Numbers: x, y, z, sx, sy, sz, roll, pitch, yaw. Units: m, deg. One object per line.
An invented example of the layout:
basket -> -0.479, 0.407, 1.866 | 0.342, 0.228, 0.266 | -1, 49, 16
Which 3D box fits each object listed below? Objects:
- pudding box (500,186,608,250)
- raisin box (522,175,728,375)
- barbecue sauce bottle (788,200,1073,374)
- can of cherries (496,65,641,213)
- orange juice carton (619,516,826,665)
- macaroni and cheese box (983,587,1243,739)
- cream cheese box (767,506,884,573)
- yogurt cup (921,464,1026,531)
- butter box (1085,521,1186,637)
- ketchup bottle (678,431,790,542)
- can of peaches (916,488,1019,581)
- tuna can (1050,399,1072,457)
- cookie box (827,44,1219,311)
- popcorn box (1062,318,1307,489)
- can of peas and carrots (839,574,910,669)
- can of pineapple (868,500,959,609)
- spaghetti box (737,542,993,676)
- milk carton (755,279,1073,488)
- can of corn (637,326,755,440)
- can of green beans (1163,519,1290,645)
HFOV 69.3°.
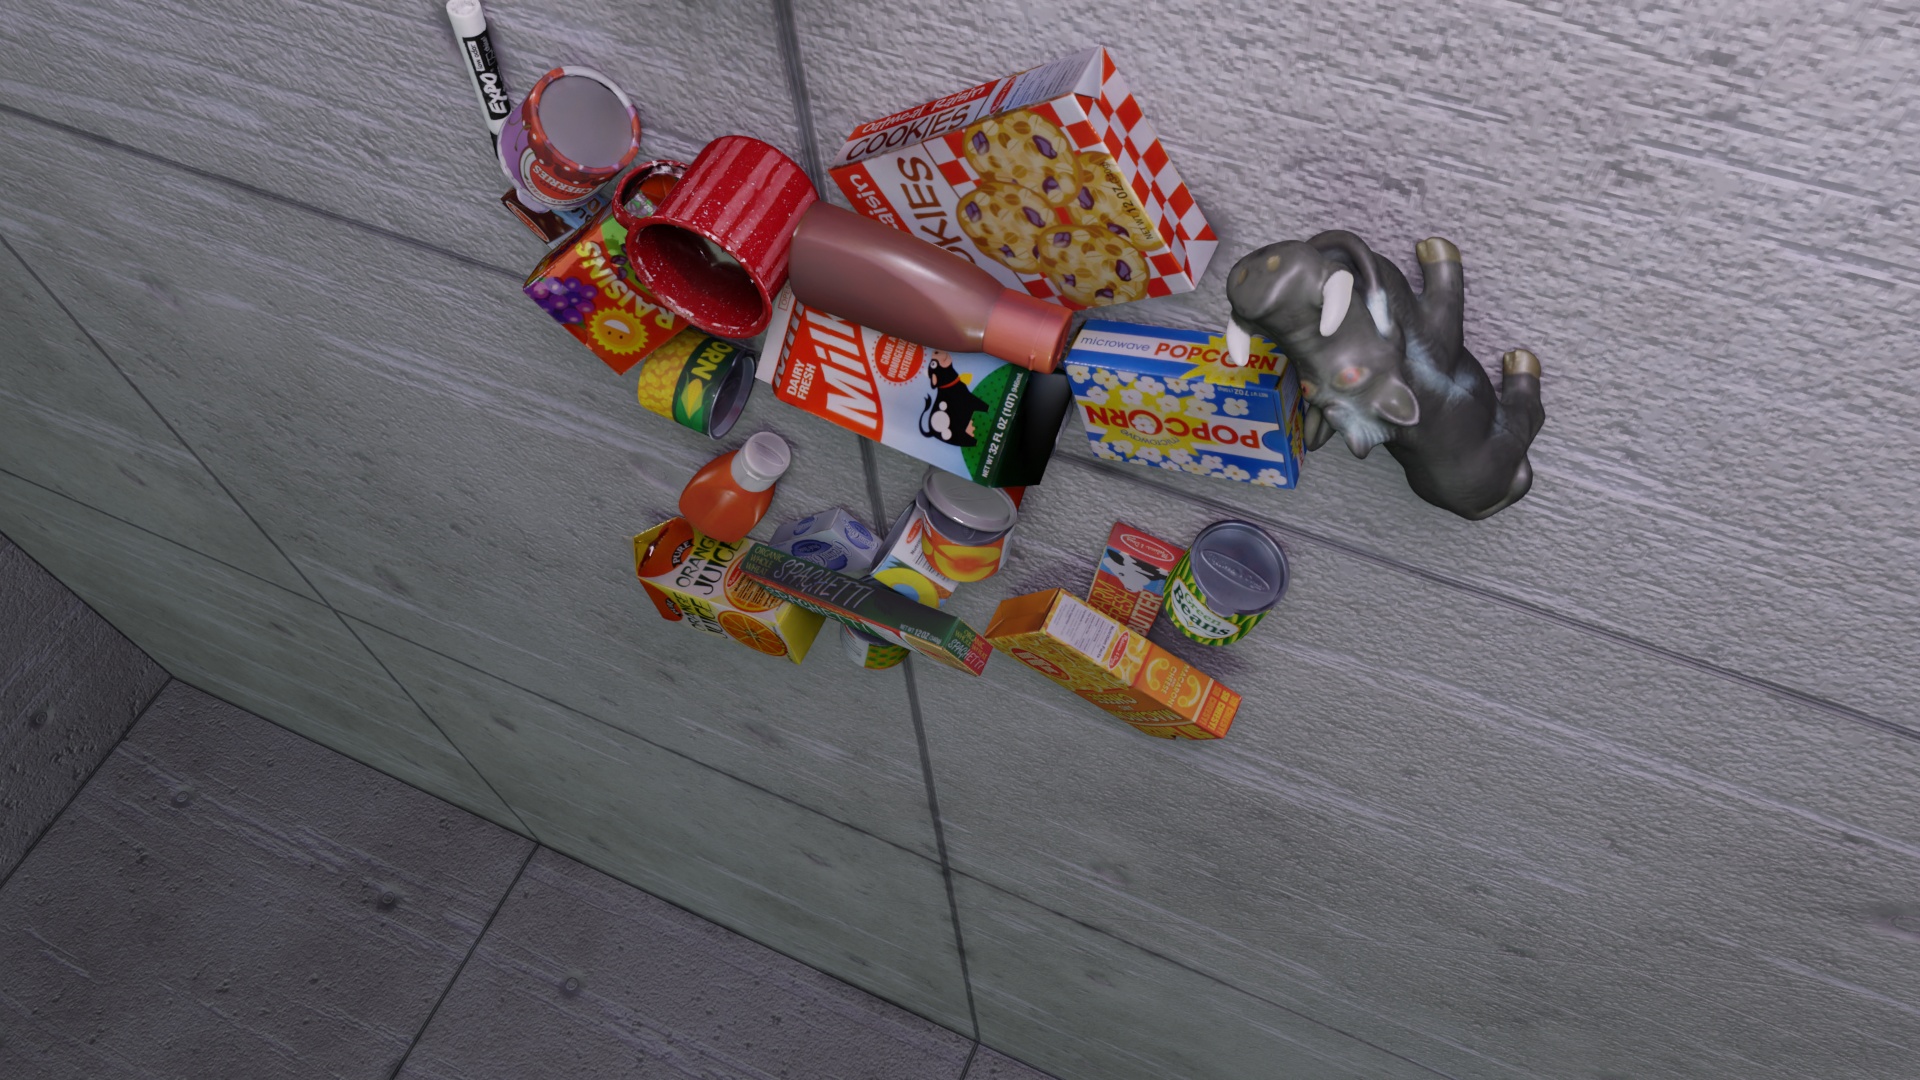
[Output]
pudding box -> -0.252, -0.208, 0.910 | 0.049, 0.030, 0.083 | -8, 136, 49
raisin box -> -0.204, -0.169, 0.880 | 0.123, 0.040, 0.086 | -27, 125, 33
barbecue sauce bottle -> -0.016, -0.129, 0.734 | 0.148, 0.044, 0.064 | 21, 153, 9
can of cherries -> -0.227, -0.231, 0.807 | 0.071, 0.072, 0.058 | 41, 148, -24
orange juice carton -> -0.218, 0.039, 1.249 | 0.193, 0.073, 0.071 | 16, 150, 21
macaroni and cheese box -> 0.113, 0.098, 1.060 | 0.166, 0.040, 0.123 | 31, 165, -13
cream cheese box -> -0.111, 0.004, 1.149 | 0.053, 0.024, 0.103 | 40, 150, -25
yogurt cup -> 0.015, -0.046, 0.922 | 0.072, 0.054, 0.072 | 21, 151, 12
butter box -> 0.122, 0.029, 0.987 | 0.053, 0.024, 0.103 | 24, 152, 8
ketchup bottle -> -0.176, -0.043, 1.106 | 0.064, 0.044, 0.148 | 34, 151, -13
can of peaches -> 0.003, -0.012, 0.976 | 0.071, 0.071, 0.057 | 23, 152, 9
tuna can -> 0.033, -0.081, 0.870 | 0.071, 0.033, 0.070 | 21, 151, 12
cookie box -> 0.029, -0.172, 0.713 | 0.167, 0.040, 0.122 | -2, 140, 43
popcorn box -> 0.129, -0.078, 0.787 | 0.127, 0.038, 0.085 | 12, 147, 28
can of peas and carrots -> -0.066, 0.069, 1.178 | 0.071, 0.071, 0.058 | 25, 152, 5
can of pineapple -> -0.028, 0.013, 1.047 | 0.058, 0.071, 0.070 | 32, 152, -9
spaghetti box -> -0.080, 0.051, 1.086 | 0.250, 0.029, 0.050 | 18, 162, 43
milk carton -> -0.037, -0.098, 0.820 | 0.191, 0.072, 0.073 | 23, -167, 23
can of corn -> -0.184, -0.114, 0.973 | 0.058, 0.071, 0.070 | 24, 152, 7
can of green beans -> 0.171, 0.028, 0.898 | 0.071, 0.071, 0.057 | 26, 152, 2
